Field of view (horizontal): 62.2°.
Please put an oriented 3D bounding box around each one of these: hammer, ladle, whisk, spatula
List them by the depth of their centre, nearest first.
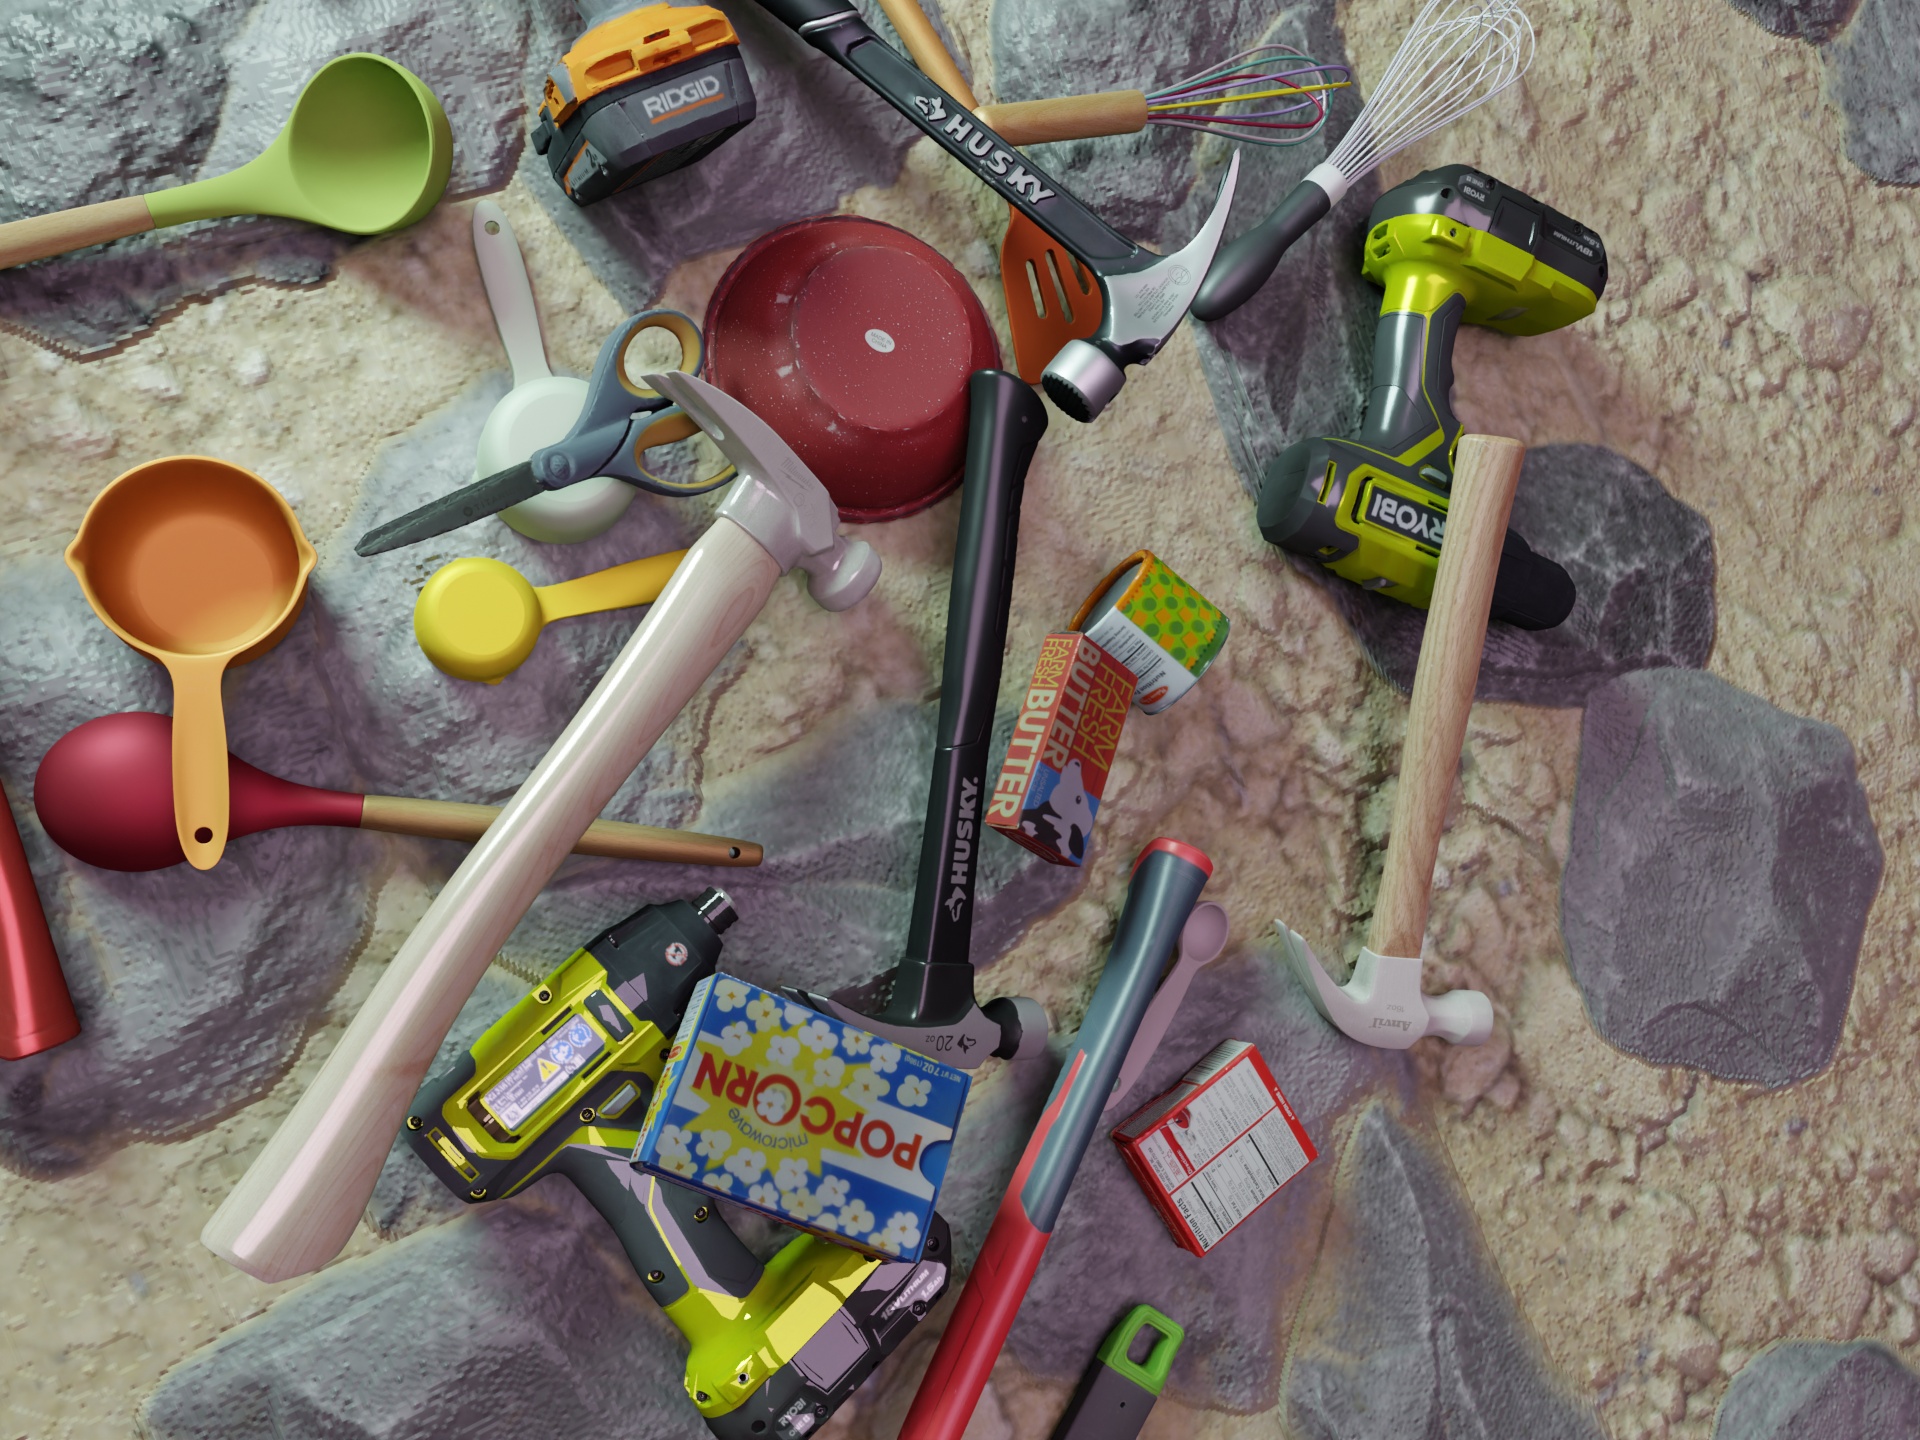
[{"bbox_3d":[-0.417,-0.040,0.638,0.149,0.037,0.359,-16,96,-2],"label":"hammer"},{"bbox_3d":[-0.376,-0.215,0.679,0.320,0.062,0.078,-21,92,-17],"label":"ladle"},{"bbox_3d":[-0.185,0.039,0.680,0.146,0.038,0.411,46,65,-34],"label":"hammer"},{"bbox_3d":[-0.243,0.045,0.719,0.315,0.031,0.069,8,83,-20],"label":"ladle"},{"bbox_3d":[0.041,0.230,0.751,0.038,0.143,0.386,33,72,-18],"label":"hammer"},{"bbox_3d":[-0.001,-0.002,0.764,0.146,0.035,0.335,10,85,-42],"label":"hammer"},{"bbox_3d":[-0.044,-0.328,0.770,0.409,0.036,0.149,41,82,1],"label":"hammer"},{"bbox_3d":[-0.012,-0.332,0.835,0.081,0.041,0.322,-33,92,-20],"label":"spatula"},{"bbox_3d":[0.250,0.014,0.850,0.130,0.031,0.331,6,98,-18],"label":"hammer"},{"bbox_3d":[0.110,-0.327,0.853,0.245,0.051,0.047,-17,52,-26],"label":"whisk"},{"bbox_3d":[0.226,-0.322,0.898,0.284,0.070,0.070,-46,100,-12],"label":"whisk"}]

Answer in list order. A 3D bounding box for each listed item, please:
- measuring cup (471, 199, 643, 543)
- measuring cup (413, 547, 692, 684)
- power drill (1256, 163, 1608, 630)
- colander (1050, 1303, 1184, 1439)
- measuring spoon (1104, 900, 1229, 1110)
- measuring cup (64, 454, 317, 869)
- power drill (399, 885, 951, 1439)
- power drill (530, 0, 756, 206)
[{"bbox_3d":[-0.199,-0.167,0.744,0.083,0.038,0.167,-16,93,-20],"label":"measuring cup"},{"bbox_3d":[-0.177,-0.060,0.747,0.156,0.029,0.062,-16,91,-18],"label":"measuring cup"},{"bbox_3d":[0.283,-0.172,0.895,0.190,0.080,0.228,19,82,-17],"label":"power drill"},{"bbox_3d":[0.012,0.464,0.733,0.204,0.094,0.397,36,75,-13],"label":"colander"},{"bbox_3d":[0.102,0.148,0.837,0.034,0.018,0.124,38,80,-36],"label":"measuring spoon"},{"bbox_3d":[-0.323,-0.023,0.679,0.095,0.052,0.174,-2,84,-20],"label":"measuring cup"},{"bbox_3d":[-0.115,0.201,0.724,0.171,0.080,0.223,-42,96,-17],"label":"power drill"},{"bbox_3d":[-0.186,-0.358,0.718,0.084,0.164,0.226,-29,108,-19],"label":"power drill"}]
